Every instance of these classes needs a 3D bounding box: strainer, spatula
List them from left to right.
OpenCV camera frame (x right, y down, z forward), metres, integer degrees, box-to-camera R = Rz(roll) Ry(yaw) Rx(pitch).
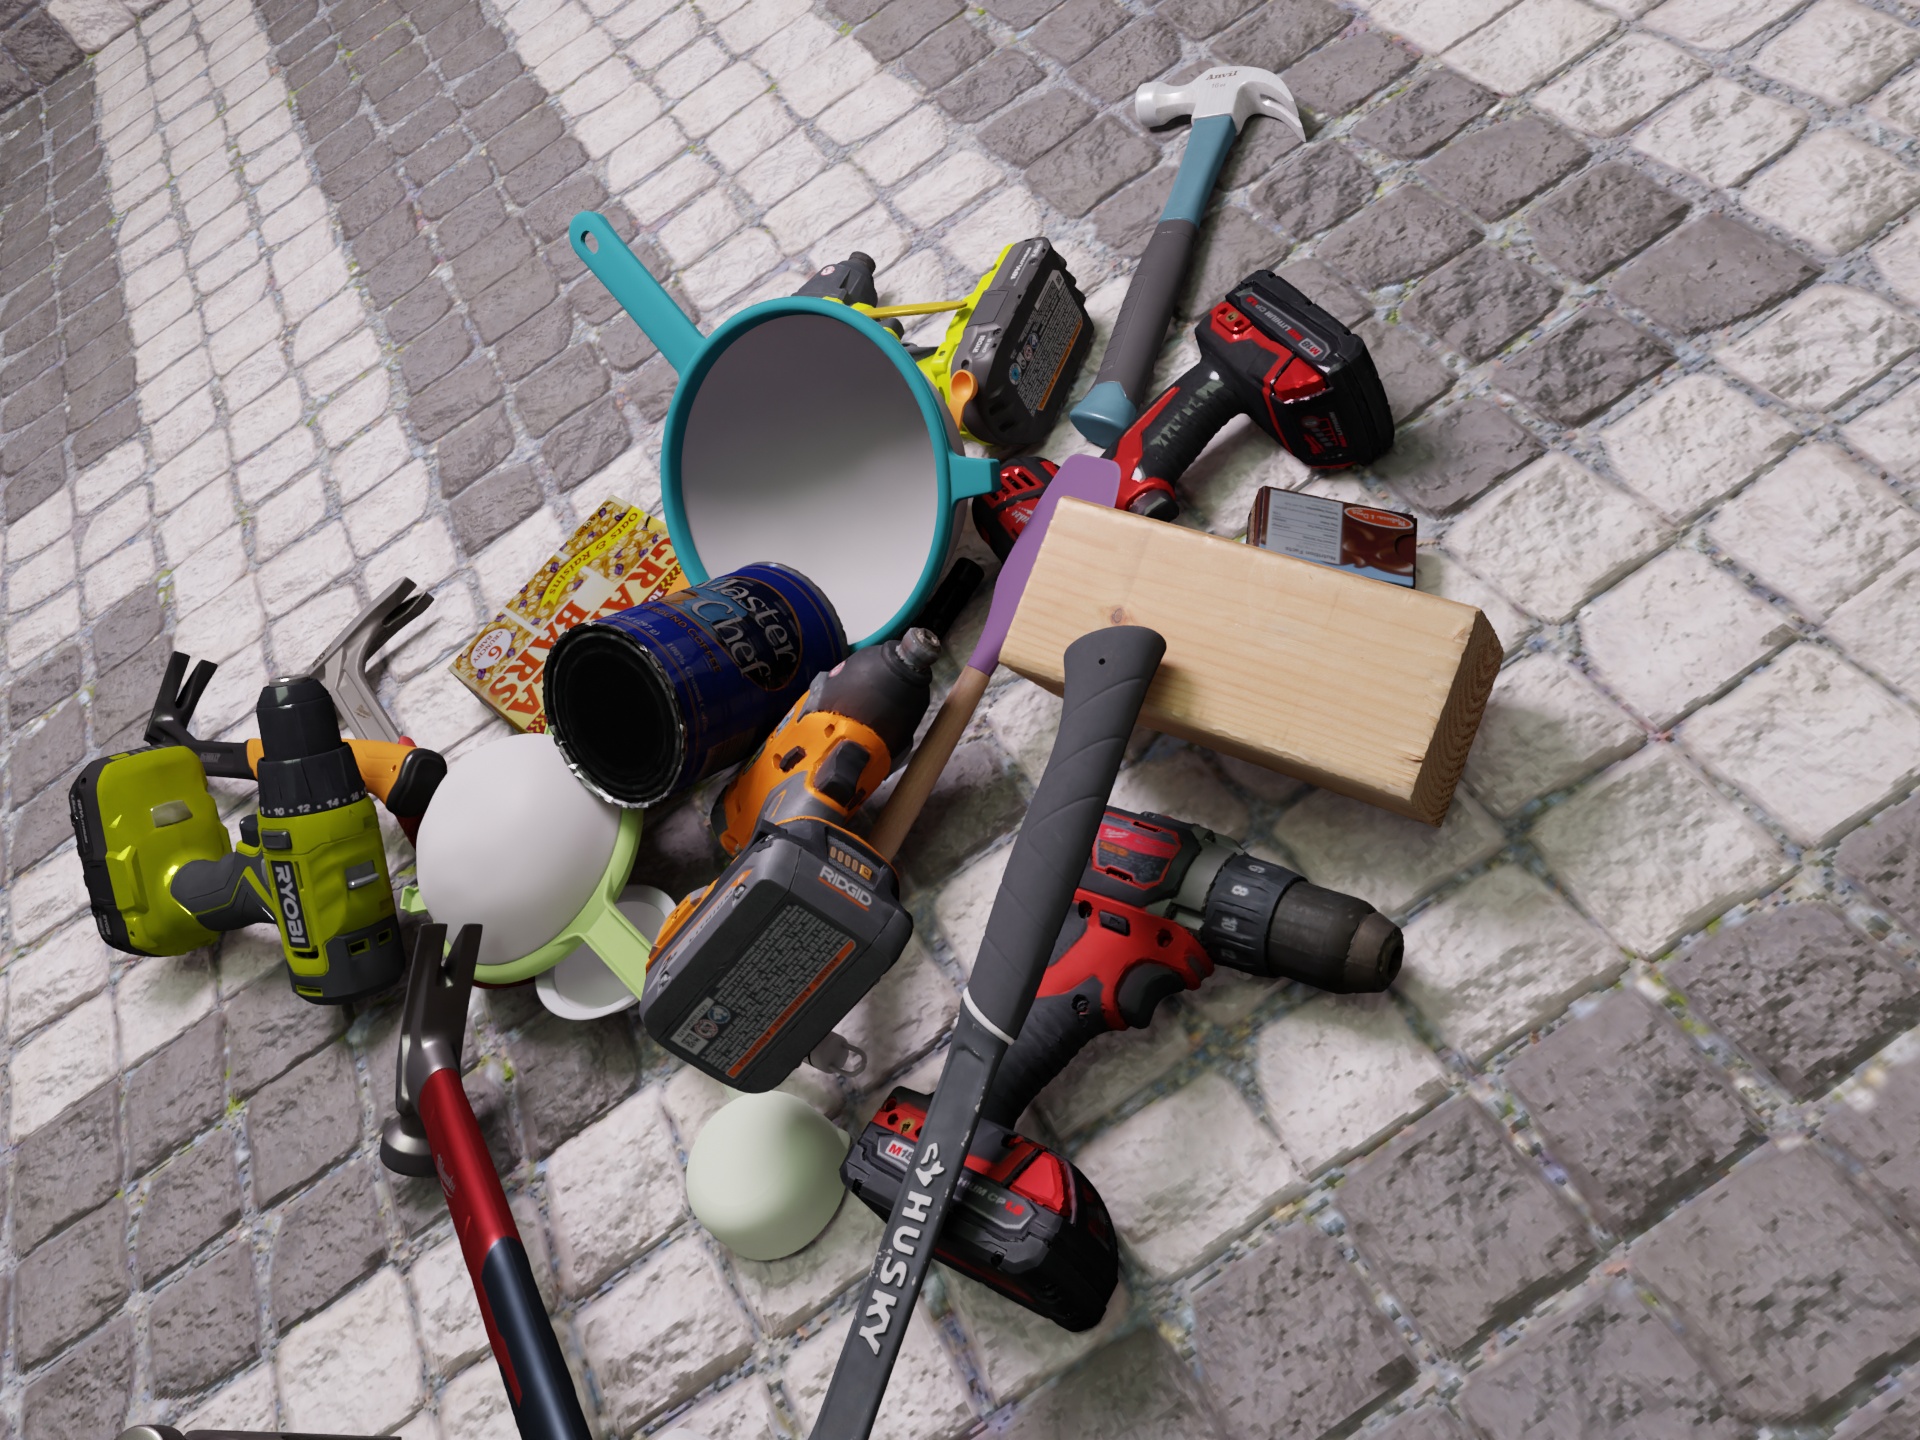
[{"bbox_3d":[-0.221,0.084,0.840,0.257,0.069,0.151,33,83,44],"label":"strainer"},{"bbox_3d":[-0.138,0.141,0.821,0.259,0.050,0.087,13,56,42],"label":"strainer"},{"bbox_3d":[-0.111,-0.189,0.965,0.340,0.095,0.211,50,122,16],"label":"strainer"},{"bbox_3d":[-0.001,-0.003,0.839,0.060,0.018,0.316,26,86,48],"label":"spatula"}]

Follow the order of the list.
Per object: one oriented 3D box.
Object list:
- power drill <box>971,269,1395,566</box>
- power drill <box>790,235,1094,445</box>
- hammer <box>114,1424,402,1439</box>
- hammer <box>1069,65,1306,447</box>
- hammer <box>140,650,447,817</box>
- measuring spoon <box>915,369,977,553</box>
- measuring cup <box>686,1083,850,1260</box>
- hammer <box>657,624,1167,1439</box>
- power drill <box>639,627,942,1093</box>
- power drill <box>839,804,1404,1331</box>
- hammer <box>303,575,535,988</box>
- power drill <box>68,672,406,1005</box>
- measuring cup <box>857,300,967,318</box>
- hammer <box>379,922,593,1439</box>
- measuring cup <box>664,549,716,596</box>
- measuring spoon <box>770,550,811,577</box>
[{"bbox_3d":[0.123,-0.138,0.888,0.219,0.078,0.143,-37,47,3],"label":"power drill"},{"bbox_3d":[-0.034,-0.251,1.053,0.223,0.080,0.171,7,61,35],"label":"power drill"},{"bbox_3d":[-0.189,0.342,0.682,0.331,0.130,0.031,2,68,16],"label":"hammer"},{"bbox_3d":[0.136,-0.309,1.033,0.128,0.033,0.331,3,59,31],"label":"hammer"},{"bbox_3d":[-0.448,0.020,1.052,0.337,0.034,0.127,3,74,38],"label":"hammer"},{"bbox_3d":[-0.008,-0.155,0.964,0.021,0.011,0.116,35,120,37],"label":"measuring spoon"},{"bbox_3d":[-0.113,0.187,0.792,0.083,0.038,0.168,-34,46,2],"label":"measuring cup"},{"bbox_3d":[0.009,0.140,0.647,0.149,0.036,0.409,9,67,32],"label":"hammer"},{"bbox_3d":[-0.069,0.051,0.768,0.164,0.084,0.227,-49,16,23],"label":"power drill"},{"bbox_3d":[0.073,0.145,0.703,0.188,0.080,0.227,15,62,35],"label":"power drill"},{"bbox_3d":[-0.342,0.042,1.019,0.149,0.036,0.359,-46,49,-2],"label":"hammer"},{"bbox_3d":[-0.441,0.069,0.972,0.228,0.190,0.080,-1,12,32],"label":"power drill"},{"bbox_3d":[-0.067,-0.242,1.000,0.156,0.029,0.062,-2,25,20],"label":"measuring cup"},{"bbox_3d":[-0.198,0.236,0.698,0.387,0.038,0.143,39,119,54],"label":"hammer"},{"bbox_3d":[-0.183,-0.027,0.982,0.095,0.052,0.174,9,59,33],"label":"measuring cup"},{"bbox_3d":[-0.145,-0.112,1.046,0.124,0.018,0.034,25,71,39],"label":"measuring spoon"}]
